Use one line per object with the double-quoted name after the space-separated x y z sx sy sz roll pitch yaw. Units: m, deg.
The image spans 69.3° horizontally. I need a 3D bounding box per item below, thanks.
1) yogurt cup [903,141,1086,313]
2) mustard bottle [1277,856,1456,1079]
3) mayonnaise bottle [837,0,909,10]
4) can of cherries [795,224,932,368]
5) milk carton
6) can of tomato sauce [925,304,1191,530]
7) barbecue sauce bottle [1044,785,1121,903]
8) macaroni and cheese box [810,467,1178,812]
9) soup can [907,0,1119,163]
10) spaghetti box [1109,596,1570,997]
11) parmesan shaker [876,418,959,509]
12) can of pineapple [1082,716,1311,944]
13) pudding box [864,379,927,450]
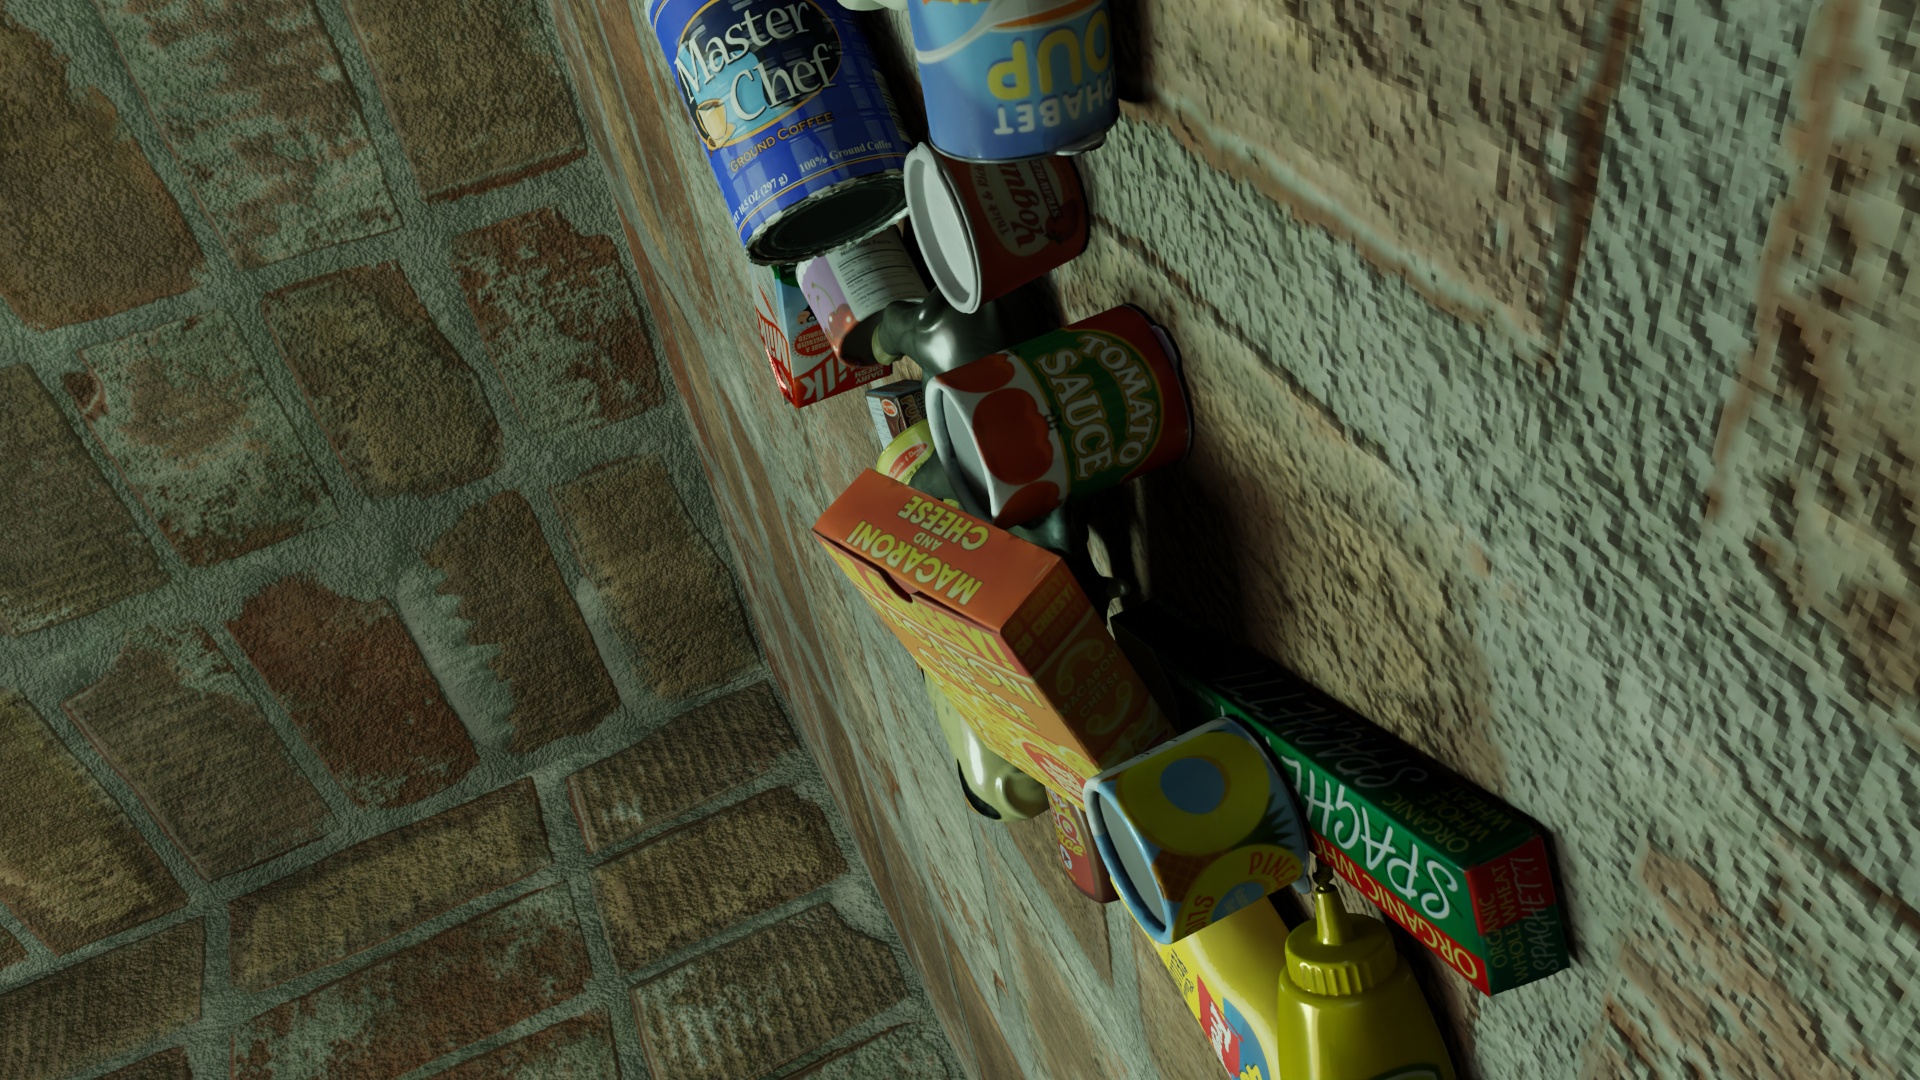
0.015 -0.131 0.556 0.072 0.054 0.072 160 89 -77 "yogurt cup"
0.149 0.194 0.519 0.049 0.065 0.160 -155 49 -76 "mustard bottle"
-0.037 -0.259 0.596 0.148 0.041 0.064 -138 30 -65 "mayonnaise bottle"
-0.052 -0.139 0.792 0.058 0.071 0.071 62 166 20 "can of cherries"
-0.093 -0.155 0.923 0.189 0.072 0.073 94 151 -60 "milk carton"
0.037 -0.047 0.536 0.071 0.083 0.071 160 89 -77 "can of tomato sauce"
0.068 0.132 0.791 0.065 0.044 0.148 -133 25 -60 "barbecue sauce bottle"
0.024 0.053 0.570 0.124 0.040 0.166 26 159 47 "macaroni and cheese box"
0.017 -0.174 0.451 0.071 0.071 0.083 -127 20 -49 "soup can"
0.123 0.080 0.513 0.250 0.029 0.050 -143 32 -67 "spaghetti box"
0.003 -0.010 0.770 0.071 0.071 0.103 93 152 -61 "parmesan shaker"
0.086 0.107 0.508 0.071 0.058 0.071 159 89 -77 "can of pineapple"
-0.033 -0.076 0.898 0.084 0.030 0.049 -154 45 -71 "pudding box"
